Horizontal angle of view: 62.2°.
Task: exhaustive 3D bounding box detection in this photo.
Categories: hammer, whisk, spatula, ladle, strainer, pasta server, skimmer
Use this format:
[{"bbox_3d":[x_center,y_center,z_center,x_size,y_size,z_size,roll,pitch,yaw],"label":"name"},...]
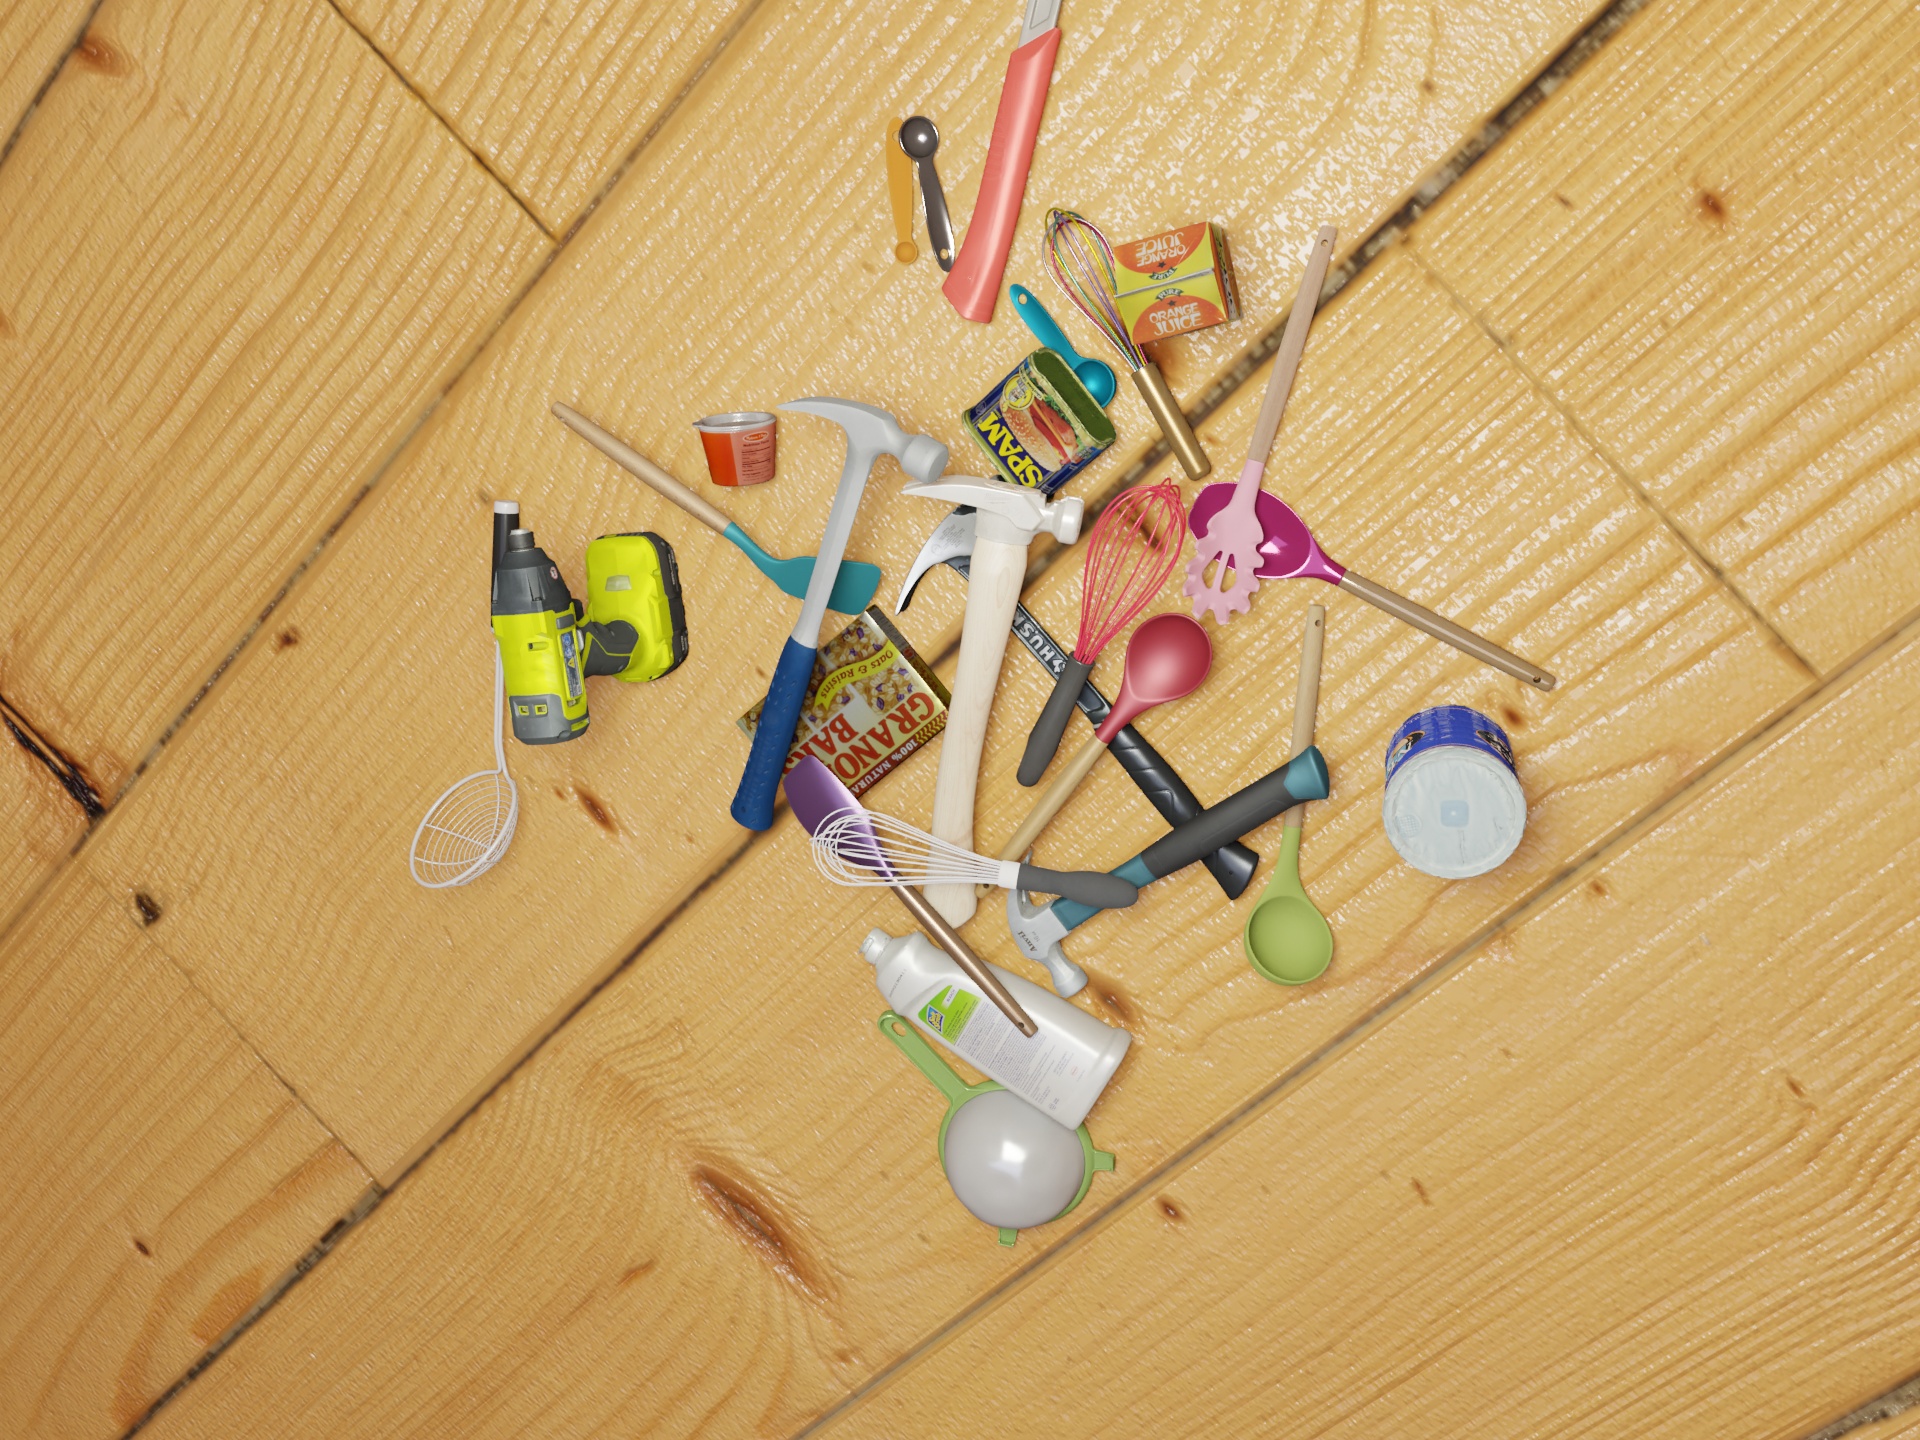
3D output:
[{"bbox_3d":[0.110,-0.009,1.358,0.149,0.036,0.409,-40,91,22],"label":"hammer"},{"bbox_3d":[0.134,-0.302,1.279,0.047,0.051,0.245,-24,101,41],"label":"whisk"},{"bbox_3d":[0.010,0.125,1.349,0.284,0.070,0.070,9,106,7],"label":"whisk"},{"bbox_3d":[-0.002,-0.004,1.349,0.146,0.038,0.410,11,114,4],"label":"hammer"},{"bbox_3d":[-0.215,-0.186,1.370,0.317,0.044,0.082,35,148,1],"label":"spatula"},{"bbox_3d":[-0.132,-0.080,1.332,0.144,0.035,0.405,31,122,17],"label":"hammer"},{"bbox_3d":[0.104,0.035,1.337,0.069,0.031,0.315,39,111,7],"label":"ladle"},{"bbox_3d":[0.172,0.117,1.343,0.331,0.033,0.128,-34,97,30],"label":"hammer"},{"bbox_3d":[0.283,0.065,1.318,0.078,0.062,0.320,1,102,-13],"label":"ladle"},{"bbox_3d":[0.107,-0.067,1.295,0.073,0.073,0.295,28,117,7],"label":"whisk"},{"bbox_3d":[0.009,0.374,1.464,0.151,0.069,0.256,-43,91,21],"label":"strainer"},{"bbox_3d":[-0.044,0.159,1.402,0.316,0.018,0.059,47,114,6],"label":"spatula"},{"bbox_3d":[0.242,-0.231,1.254,0.060,0.040,0.316,16,103,2],"label":"pasta server"},{"bbox_3d":[0.059,-0.492,1.250,0.149,0.037,0.359,17,107,11],"label":"hammer"},{"bbox_3d":[-0.458,-0.024,1.485,0.127,0.090,0.363,19,109,43],"label":"skimmer"}]

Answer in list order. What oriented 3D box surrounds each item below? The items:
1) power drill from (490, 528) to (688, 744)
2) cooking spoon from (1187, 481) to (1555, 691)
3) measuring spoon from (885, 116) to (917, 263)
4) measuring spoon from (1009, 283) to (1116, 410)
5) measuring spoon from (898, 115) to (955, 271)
[{"bbox_3d":[-0.319,-0.088,1.357,0.080,0.223,0.171,-2,103,16],"label":"power drill"},{"bbox_3d":[0.330,-0.103,1.281,0.319,0.017,0.068,29,107,8],"label":"cooking spoon"},{"bbox_3d":[-0.048,-0.435,1.310,0.021,0.011,0.117,-3,100,7],"label":"measuring spoon"},{"bbox_3d":[0.085,-0.309,1.302,0.129,0.021,0.042,53,126,8],"label":"measuring spoon"},{"bbox_3d":[-0.026,-0.429,1.301,0.034,0.018,0.124,-19,107,-19],"label":"measuring spoon"}]
